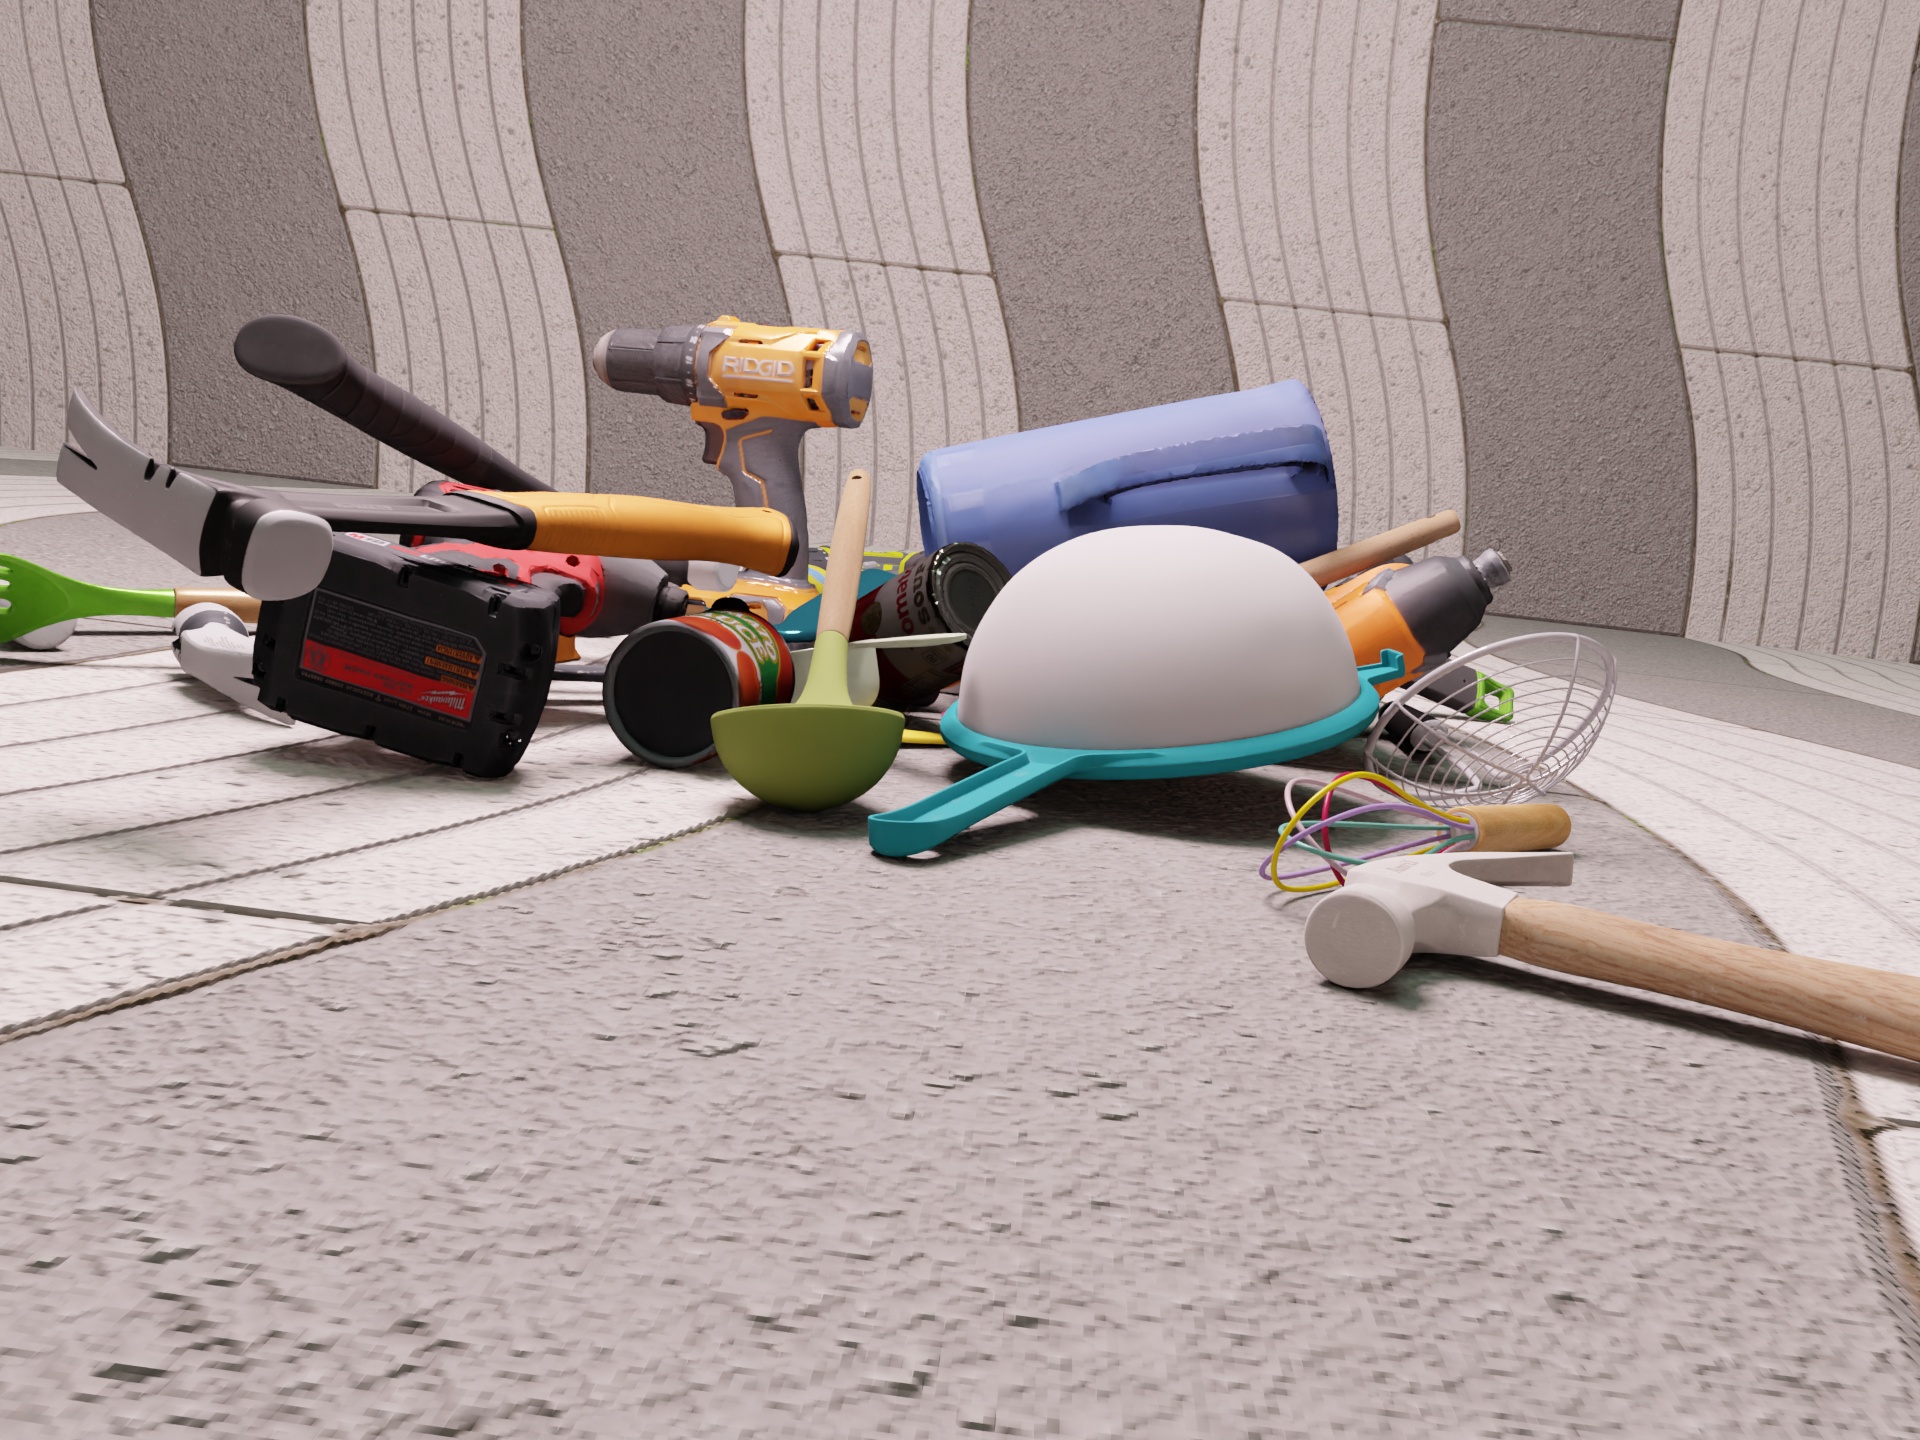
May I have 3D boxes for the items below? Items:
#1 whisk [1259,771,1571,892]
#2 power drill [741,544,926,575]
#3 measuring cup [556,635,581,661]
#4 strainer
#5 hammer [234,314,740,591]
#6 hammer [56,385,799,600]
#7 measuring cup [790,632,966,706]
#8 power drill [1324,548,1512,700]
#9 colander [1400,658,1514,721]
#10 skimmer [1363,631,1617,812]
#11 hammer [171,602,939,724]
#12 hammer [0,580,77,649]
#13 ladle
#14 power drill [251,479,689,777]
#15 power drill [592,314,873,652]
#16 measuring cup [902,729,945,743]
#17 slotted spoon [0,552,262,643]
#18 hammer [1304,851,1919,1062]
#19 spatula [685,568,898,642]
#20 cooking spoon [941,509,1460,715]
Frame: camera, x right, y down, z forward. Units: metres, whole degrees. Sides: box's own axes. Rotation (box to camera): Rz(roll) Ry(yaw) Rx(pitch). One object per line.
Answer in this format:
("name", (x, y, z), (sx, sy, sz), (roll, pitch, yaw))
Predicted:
("whisk", (0.198, 0.044, 0.650), (0.051, 0.047, 0.244), (4, 1, 42))
("power drill", (-0.066, -0.120, 1.425), (0.190, 0.080, 0.229), (-1, 9, -42))
("measuring cup", (-0.277, -0.062, 0.957), (0.095, 0.052, 0.174), (5, 7, -11))
("strainer", (0.058, -0.029, 0.712), (0.211, 0.095, 0.340), (4, 15, 32))
("hammer", (-0.256, -0.133, 0.853), (0.146, 0.035, 0.334), (7, -9, 20))
("hammer", (-0.184, -0.084, 0.659), (0.127, 0.034, 0.336), (27, 16, 26))
("measuring cup", (-0.051, -0.020, 0.794), (0.083, 0.038, 0.168), (-12, 5, -40))
("power drill", (0.256, -0.053, 0.981), (0.164, 0.084, 0.226), (-32, -3, 15))
("colander", (0.256, -0.094, 1.159), (0.397, 0.205, 0.094), (21, -32, -12))
("skimmer", (0.270, -0.011, 0.904), (0.127, 0.090, 0.363), (-22, 4, 7))
("hammer", (-0.189, -0.025, 0.851), (0.408, 0.036, 0.149), (1, 11, -33))
("hammer", (-0.399, -0.073, 1.003), (0.144, 0.035, 0.405), (14, 12, 41))
("ladle", (-0.059, -0.060, 0.748), (0.078, 0.062, 0.320), (-1, 32, 2))
("power drill", (-0.211, -0.053, 0.726), (0.143, 0.078, 0.220), (18, 17, -2))
("power drill", (-0.159, -0.150, 1.045), (0.185, 0.226, 0.084), (8, 9, 13))
("measuring cup", (-0.001, -0.003, 0.847), (0.156, 0.029, 0.062), (2, 9, -35))
("slotted spoon", (-0.382, -0.059, 0.828), (0.313, 0.070, 0.031), (0, 52, -34))
("hammer", (0.279, 0.087, 0.468), (0.331, 0.031, 0.130), (11, 10, 28))
("spatula", (-0.169, -0.070, 0.900), (0.317, 0.044, 0.082), (2, 15, -33))
("cooking spoon", (0.138, -0.059, 0.928), (0.319, 0.017, 0.069), (-21, 5, 5))
